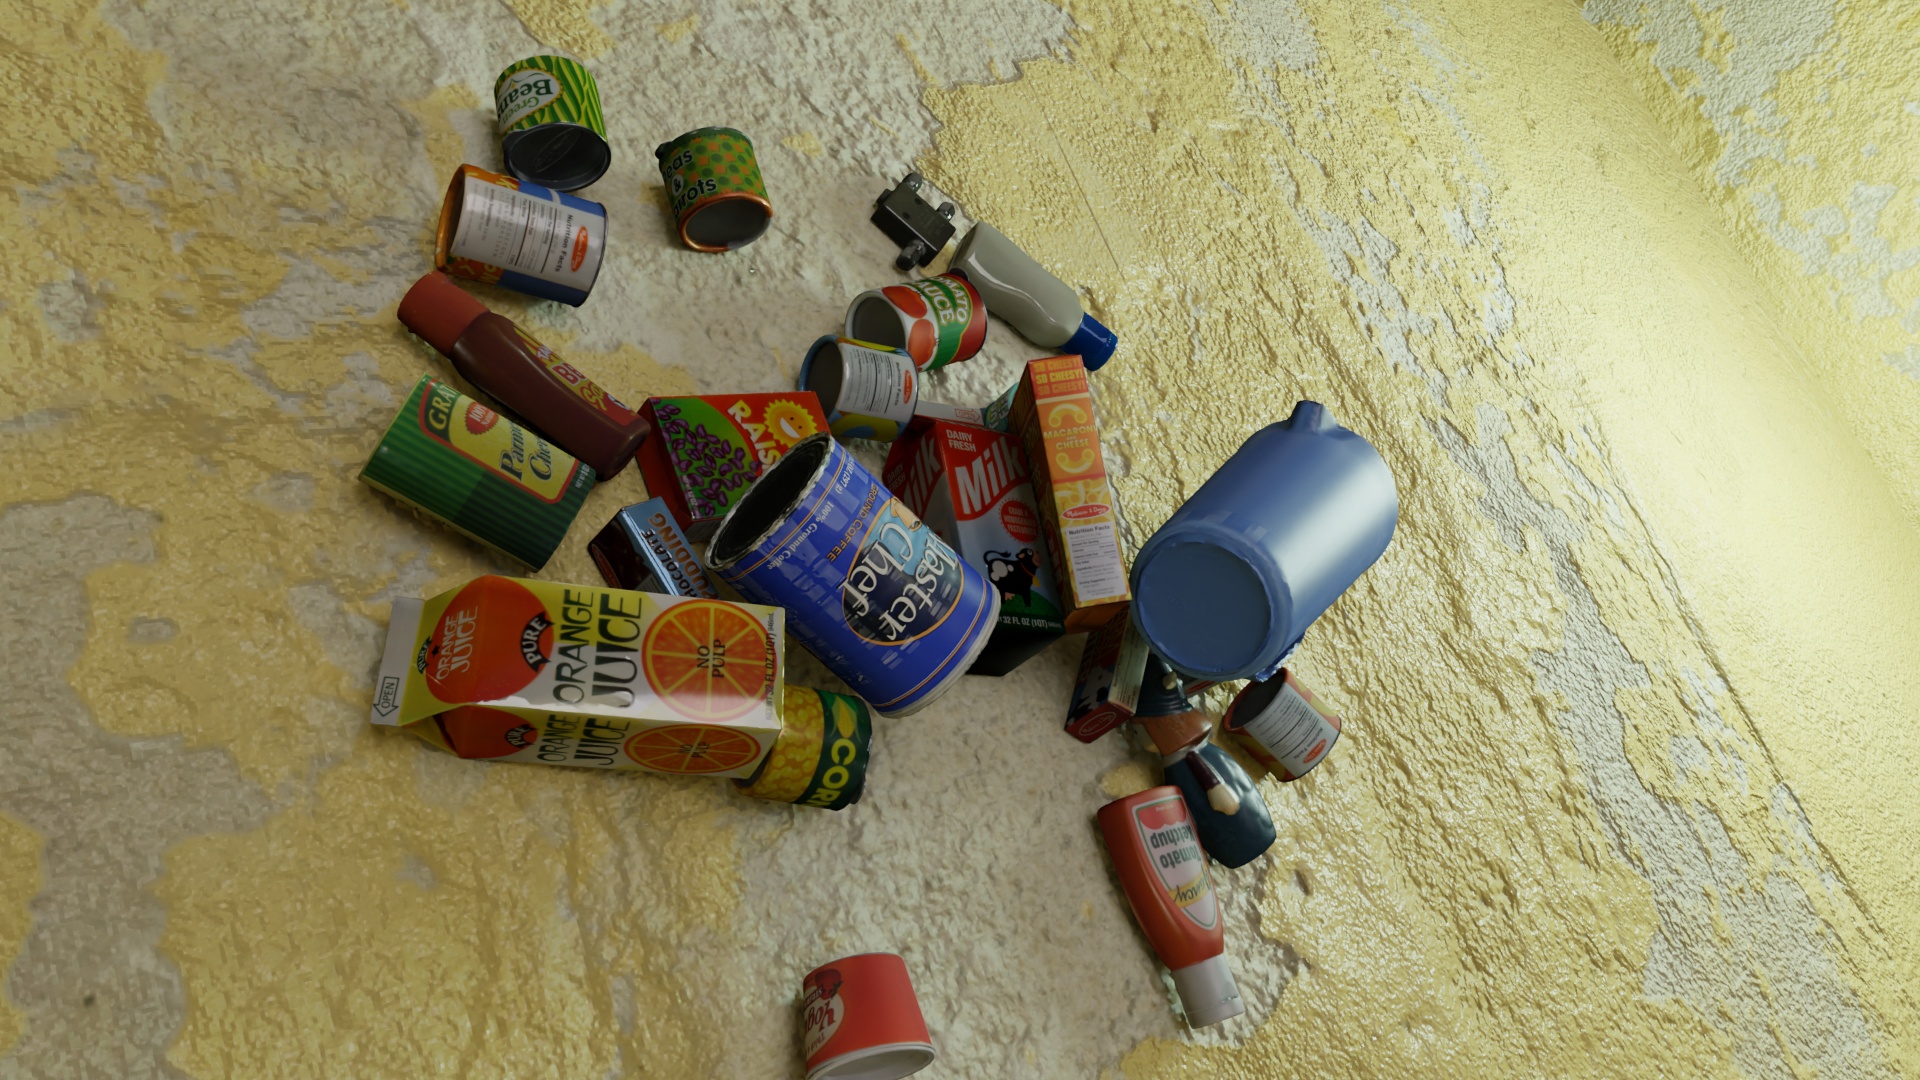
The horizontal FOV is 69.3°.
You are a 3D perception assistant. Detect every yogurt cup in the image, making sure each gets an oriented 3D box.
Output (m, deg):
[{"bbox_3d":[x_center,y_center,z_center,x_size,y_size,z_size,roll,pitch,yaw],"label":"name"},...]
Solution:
[{"bbox_3d":[-0.051,0.250,0.724,0.072,0.072,0.054,10,49,-34],"label":"yogurt cup"}]

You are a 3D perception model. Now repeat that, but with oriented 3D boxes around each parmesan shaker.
[{"bbox_3d":[-0.257,-0.037,0.745,0.103,0.071,0.072,31,48,-20],"label":"parmesan shaker"}]

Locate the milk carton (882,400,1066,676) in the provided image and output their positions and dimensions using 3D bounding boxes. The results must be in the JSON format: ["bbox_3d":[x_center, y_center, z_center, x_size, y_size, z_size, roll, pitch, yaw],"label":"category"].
[{"bbox_3d":[0.003,-0.012,0.930,0.072,0.073,0.191,7,58,-35],"label":"milk carton"}]

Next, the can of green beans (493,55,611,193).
[{"bbox_3d":[-0.261,-0.266,0.889,0.071,0.071,0.058,3,61,-38],"label":"can of green beans"}]

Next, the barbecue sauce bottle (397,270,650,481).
[{"bbox_3d":[-0.250,-0.094,0.795,0.148,0.043,0.065,38,5,-5],"label":"barbecue sauce bottle"}]

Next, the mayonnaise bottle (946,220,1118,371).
[{"bbox_3d":[0.060,-0.191,1.116,0.148,0.041,0.065,34,48,-18],"label":"mayonnaise bottle"}]

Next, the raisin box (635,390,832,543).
[{"bbox_3d":[-0.135,-0.048,0.867,0.124,0.040,0.086,-7,67,-42],"label":"raisin box"}]

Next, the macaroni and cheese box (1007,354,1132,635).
[{"bbox_3d":[0.071,-0.027,0.938,0.040,0.123,0.166,-9,78,-6],"label":"macaroni and cheese box"}]

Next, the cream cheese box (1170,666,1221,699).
[{"bbox_3d":[0.169,0.061,1.029,0.024,0.053,0.104,18,53,-35],"label":"cream cheese box"}]

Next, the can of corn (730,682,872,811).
[{"bbox_3d":[-0.090,0.116,0.776,0.058,0.071,0.071,16,54,-30],"label":"can of corn"}]

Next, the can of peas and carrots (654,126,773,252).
[{"bbox_3d":[-0.168,-0.238,0.945,0.071,0.070,0.059,-3,66,-40],"label":"can of peas and carrots"}]

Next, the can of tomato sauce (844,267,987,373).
[{"bbox_3d":[-0.031,-0.155,0.998,0.083,0.071,0.071,-23,79,-44],"label":"can of tomato sauce"}]

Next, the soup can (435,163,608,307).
[{"bbox_3d":[-0.265,-0.182,0.835,0.084,0.071,0.071,11,56,-32],"label":"soup can"}]

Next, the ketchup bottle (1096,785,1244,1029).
[{"bbox_3d":[0.140,0.236,0.899,0.065,0.043,0.149,-2,65,-40],"label":"ketchup bottle"}]

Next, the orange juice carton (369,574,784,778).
[{"bbox_3d":[-0.192,0.069,0.706,0.193,0.072,0.072,8,58,-19],"label":"orange juice carton"}]

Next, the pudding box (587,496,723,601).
[{"bbox_3d":[-0.171,0.023,0.785,0.030,0.049,0.084,-25,80,-47],"label":"pudding box"}]

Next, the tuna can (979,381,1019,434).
[{"bbox_3d":[0.050,-0.087,1.045,0.071,0.032,0.071,20,52,-28],"label":"tuna can"}]

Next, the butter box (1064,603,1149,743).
[{"bbox_3d":[0.105,0.086,0.962,0.024,0.053,0.104,33,46,-15],"label":"butter box"}]

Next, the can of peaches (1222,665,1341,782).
[{"bbox_3d":[0.236,0.135,1.029,0.058,0.071,0.071,43,45,-8],"label":"can of peaches"}]

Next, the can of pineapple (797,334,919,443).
[{"bbox_3d":[-0.071,-0.102,0.937,0.058,0.070,0.071,7,59,-35],"label":"can of pineapple"}]
